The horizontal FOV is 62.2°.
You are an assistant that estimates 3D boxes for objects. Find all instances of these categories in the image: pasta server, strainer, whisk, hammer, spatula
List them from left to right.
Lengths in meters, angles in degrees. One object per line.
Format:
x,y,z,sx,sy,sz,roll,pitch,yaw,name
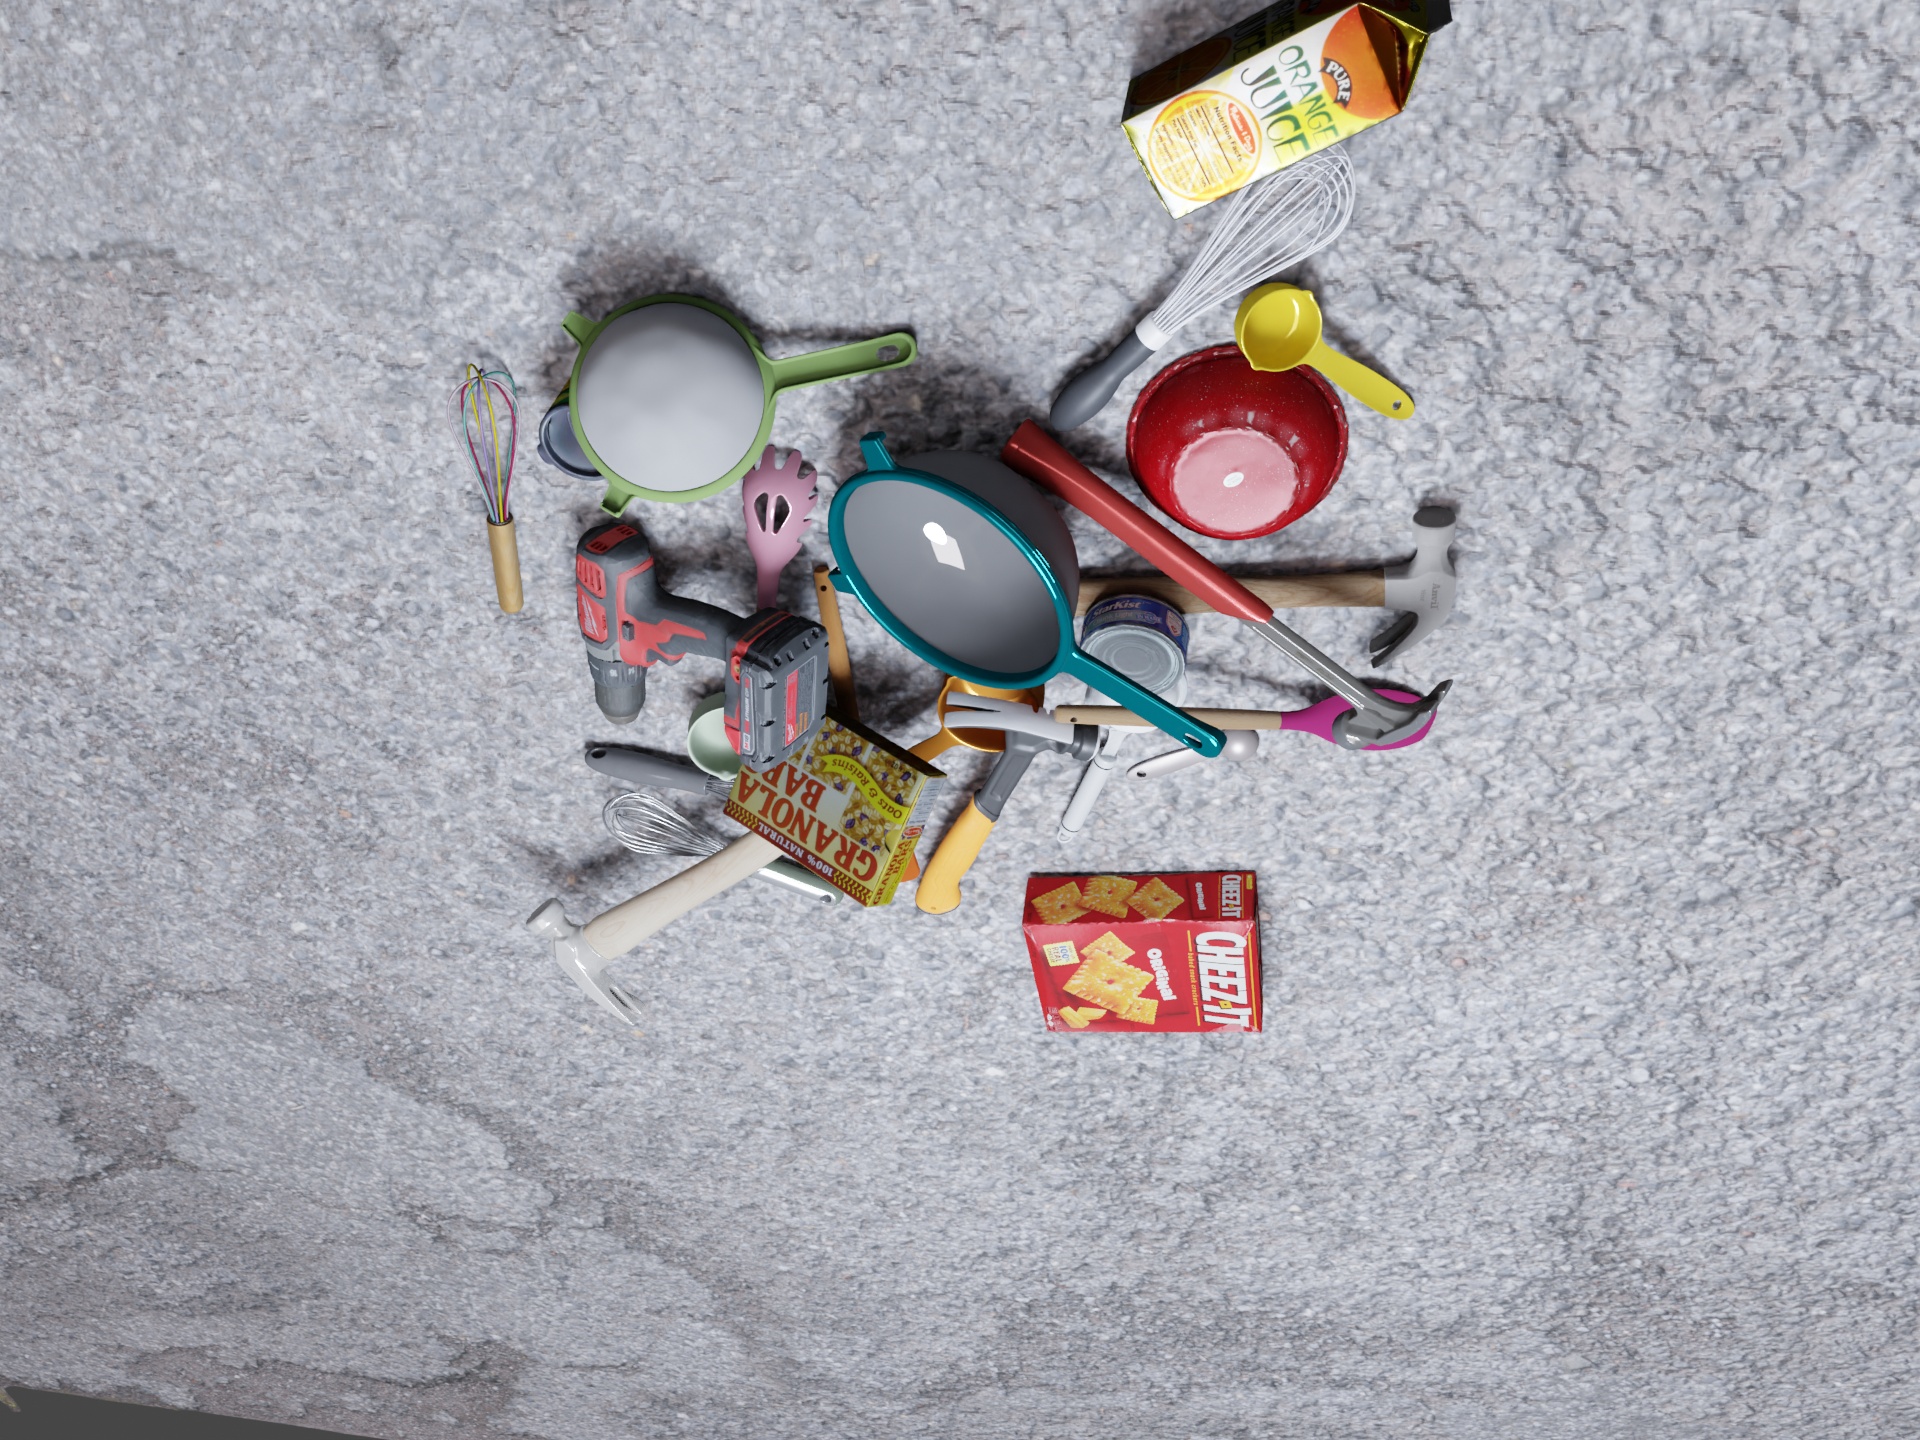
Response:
-0.374,-0.183,1.281,0.047,0.051,0.244,26,139,16,whisk
-0.231,0.054,1.458,0.239,0.055,0.055,11,133,8,whisk
-0.218,0.146,1.452,0.410,0.038,0.146,-32,106,28,hammer
-0.225,0.128,1.519,0.246,0.059,0.057,22,134,-15,whisk
-0.157,-0.242,1.123,0.256,0.069,0.151,-11,92,2,strainer
-0.159,-0.077,1.310,0.060,0.040,0.316,11,128,2,pasta server
-0.094,0.011,1.379,0.081,0.041,0.322,-5,126,4,spatula
0.008,0.085,1.392,0.127,0.034,0.336,12,145,-10,hammer
0.065,-0.095,1.186,0.340,0.095,0.211,32,150,6,strainer
0.129,0.029,1.363,0.087,0.050,0.258,7,137,-14,strainer
0.152,-0.284,1.070,0.070,0.070,0.284,35,134,-19,whisk
0.184,-0.103,1.158,0.359,0.037,0.149,37,165,0,hammer
0.211,-0.097,1.236,0.331,0.031,0.129,-1,131,13,hammer

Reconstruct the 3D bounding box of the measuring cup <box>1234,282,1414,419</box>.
0.253,-0.250,1.098,0.156,0.029,0.062,24,114,-27,measuring cup

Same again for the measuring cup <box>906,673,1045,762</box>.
-0.002,-0.004,1.351,0.173,0.052,0.095,-31,119,35,measuring cup

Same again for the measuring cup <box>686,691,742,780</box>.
-0.160,0.012,1.415,0.167,0.038,0.083,4,124,-15,measuring cup

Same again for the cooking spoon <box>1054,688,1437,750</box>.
0.232,0.000,1.281,0.319,0.017,0.068,2,134,-9,cooking spoon

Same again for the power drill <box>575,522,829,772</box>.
-0.222,-0.043,1.301,0.227,0.080,0.187,26,133,22,power drill

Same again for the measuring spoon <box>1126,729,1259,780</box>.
0.198,0.036,1.366,0.124,0.018,0.034,-19,125,27,measuring spoon
